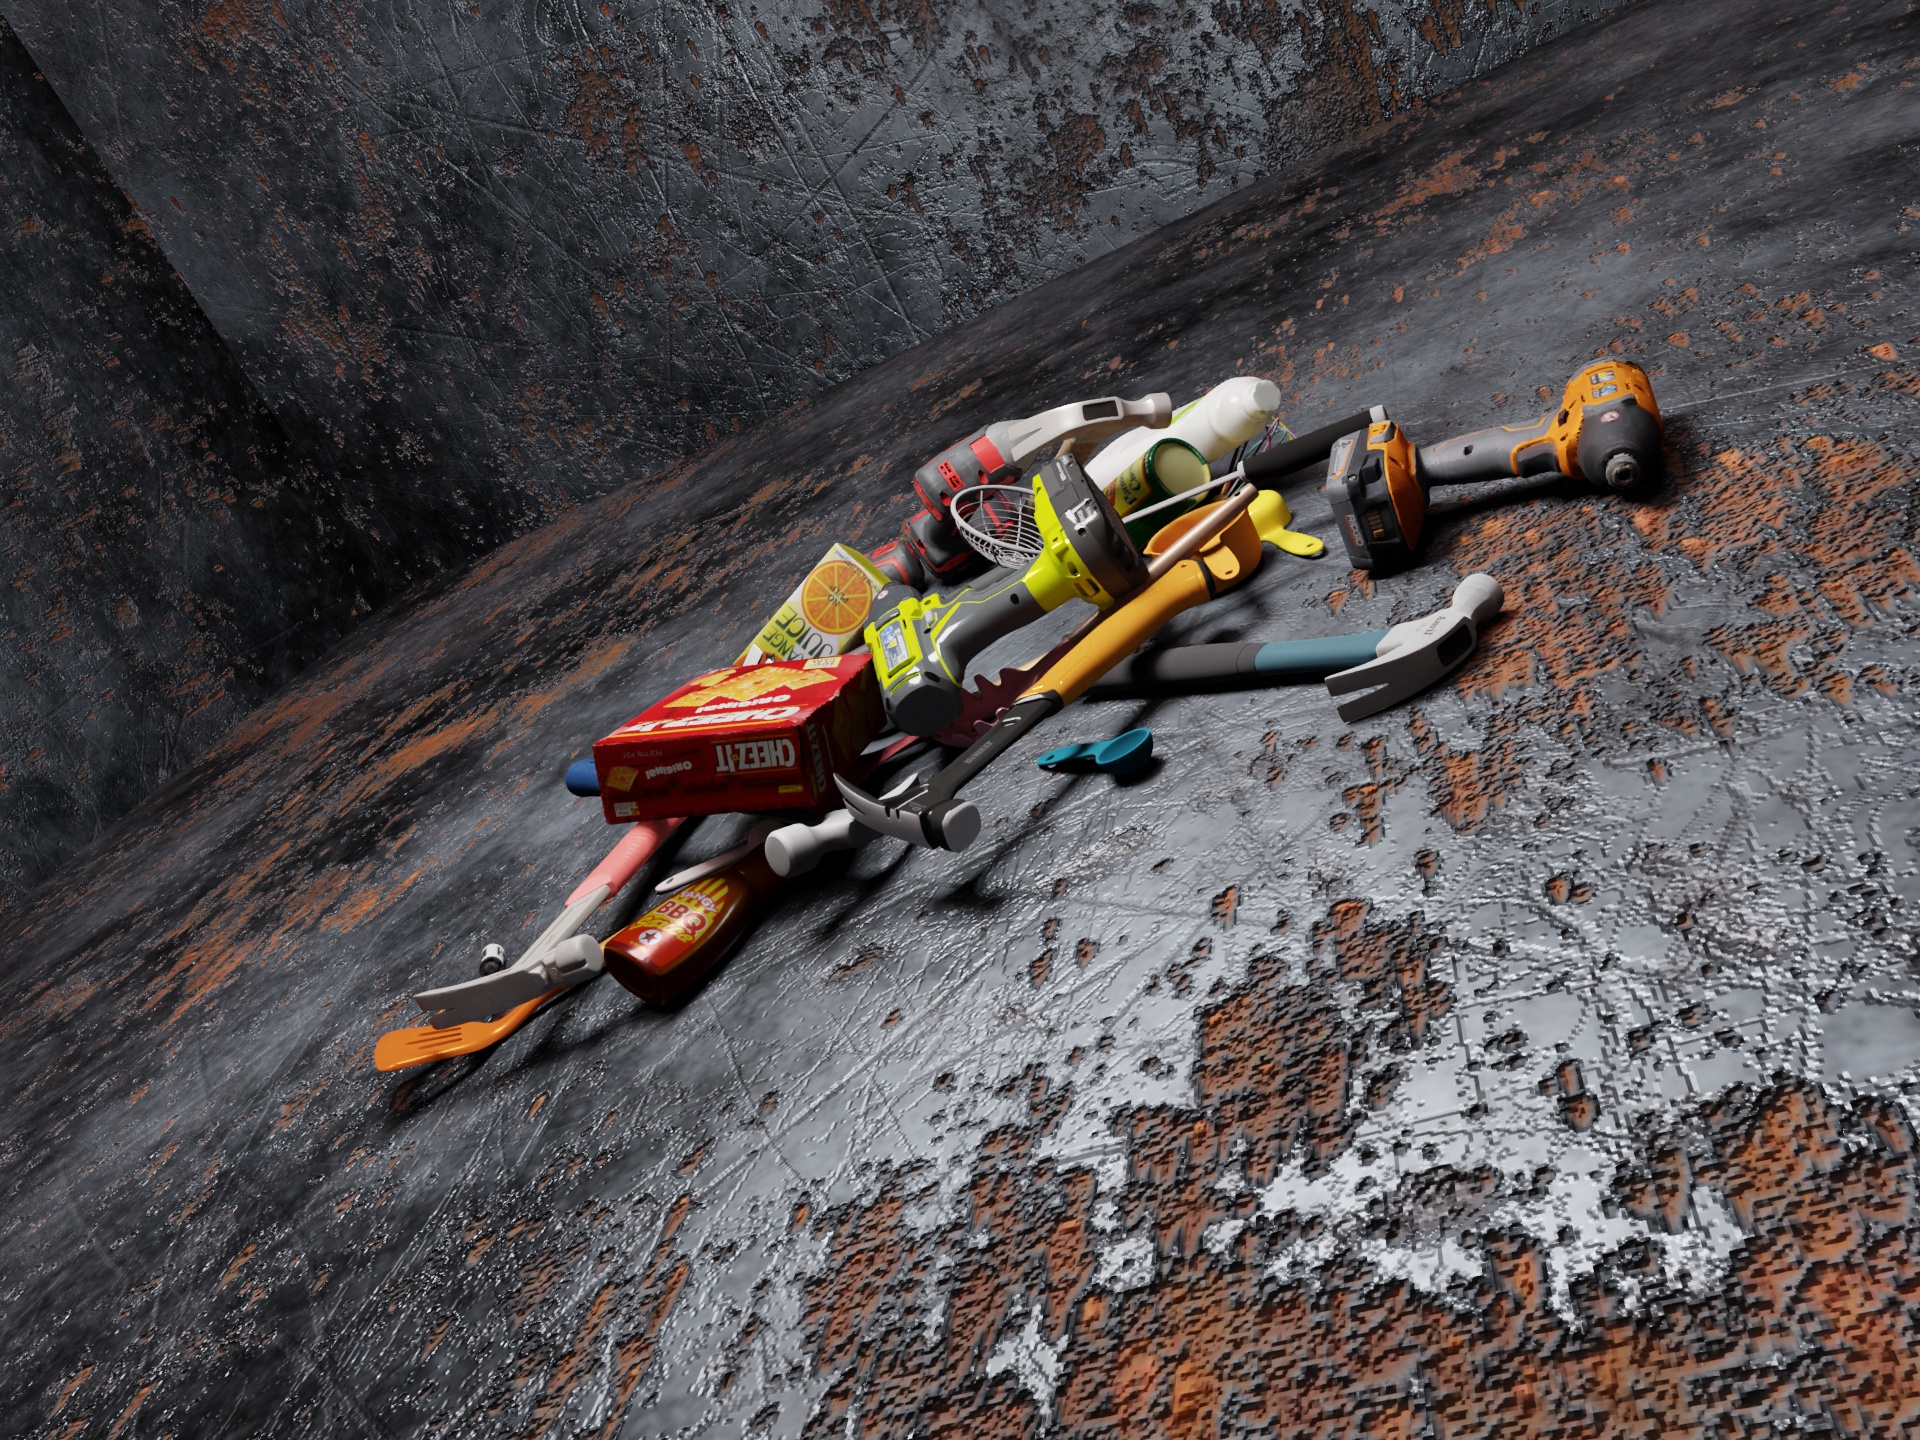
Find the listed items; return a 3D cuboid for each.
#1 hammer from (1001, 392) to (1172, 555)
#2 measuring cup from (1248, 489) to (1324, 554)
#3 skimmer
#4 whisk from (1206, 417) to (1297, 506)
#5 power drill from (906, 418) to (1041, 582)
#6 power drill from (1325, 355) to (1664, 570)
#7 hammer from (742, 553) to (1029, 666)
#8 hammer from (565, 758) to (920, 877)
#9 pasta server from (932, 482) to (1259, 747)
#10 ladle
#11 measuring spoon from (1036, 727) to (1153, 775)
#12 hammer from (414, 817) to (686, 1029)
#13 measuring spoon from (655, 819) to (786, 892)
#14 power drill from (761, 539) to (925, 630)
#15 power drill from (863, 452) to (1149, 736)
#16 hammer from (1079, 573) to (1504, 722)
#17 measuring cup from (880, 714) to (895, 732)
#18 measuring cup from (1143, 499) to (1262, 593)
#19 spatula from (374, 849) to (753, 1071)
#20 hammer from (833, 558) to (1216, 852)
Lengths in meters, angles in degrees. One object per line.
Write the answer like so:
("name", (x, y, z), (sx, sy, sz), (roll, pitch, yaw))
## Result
("hammer", (0.086, -0.221, 1.487), (0.130, 0.031, 0.331), (-8, -12, -13))
("measuring cup", (0.263, -0.163, 1.324), (0.062, 0.029, 0.157), (-30, 19, -2))
("skimmer", (0.168, -0.210, 1.322), (0.363, 0.090, 0.127), (-19, 21, 24))
("whisk", (0.243, -0.209, 1.445), (0.051, 0.047, 0.245), (-7, 32, 43))
("power drill", (0.018, -0.228, 1.598), (0.143, 0.078, 0.219), (-33, -8, -12))
("power drill", (0.385, -0.182, 1.144), (0.226, 0.084, 0.164), (-15, 25, 24))
("hammer", (-0.067, -0.071, 1.448), (0.335, 0.146, 0.035), (-31, 61, -26))
("hammer", (-0.194, 0.062, 1.266), (0.144, 0.035, 0.406), (-19, 16, -39))
("pasta server", (0.105, -0.082, 1.245), (0.316, 0.040, 0.060), (-40, 36, 6))
("ladle", (-0.002, -0.004, 1.303), (0.315, 0.031, 0.069), (-29, 20, -6))
("measuring spoon", (0.094, 0.029, 1.119), (0.042, 0.021, 0.128), (-39, 13, -27))
("hammer", (-0.291, 0.130, 1.287), (0.149, 0.036, 0.359), (-20, 16, 19))
("measuring spoon", (-0.199, 0.109, 1.298), (0.124, 0.018, 0.034), (-25, 21, 11))
("power drill", (-0.131, -0.105, 1.644), (0.188, 0.080, 0.227), (-25, 18, 10))
("power drill", (0.025, -0.104, 1.257), (0.223, 0.080, 0.171), (-34, 37, 14))
("hammer", (0.204, -0.042, 1.112), (0.331, 0.033, 0.128), (-4, 31, 50))
("measuring cup", (-0.049, -0.011, 1.354), (0.083, 0.038, 0.168), (-34, 20, -13))
("measuring cup", (0.207, -0.122, 1.273), (0.095, 0.052, 0.174), (-26, 22, 7))
("spatula", (-0.292, 0.181, 1.219), (0.322, 0.041, 0.081), (-32, 17, -12))
("hammer", (0.064, -0.023, 1.132), (0.337, 0.034, 0.127), (-38, 33, -30))
